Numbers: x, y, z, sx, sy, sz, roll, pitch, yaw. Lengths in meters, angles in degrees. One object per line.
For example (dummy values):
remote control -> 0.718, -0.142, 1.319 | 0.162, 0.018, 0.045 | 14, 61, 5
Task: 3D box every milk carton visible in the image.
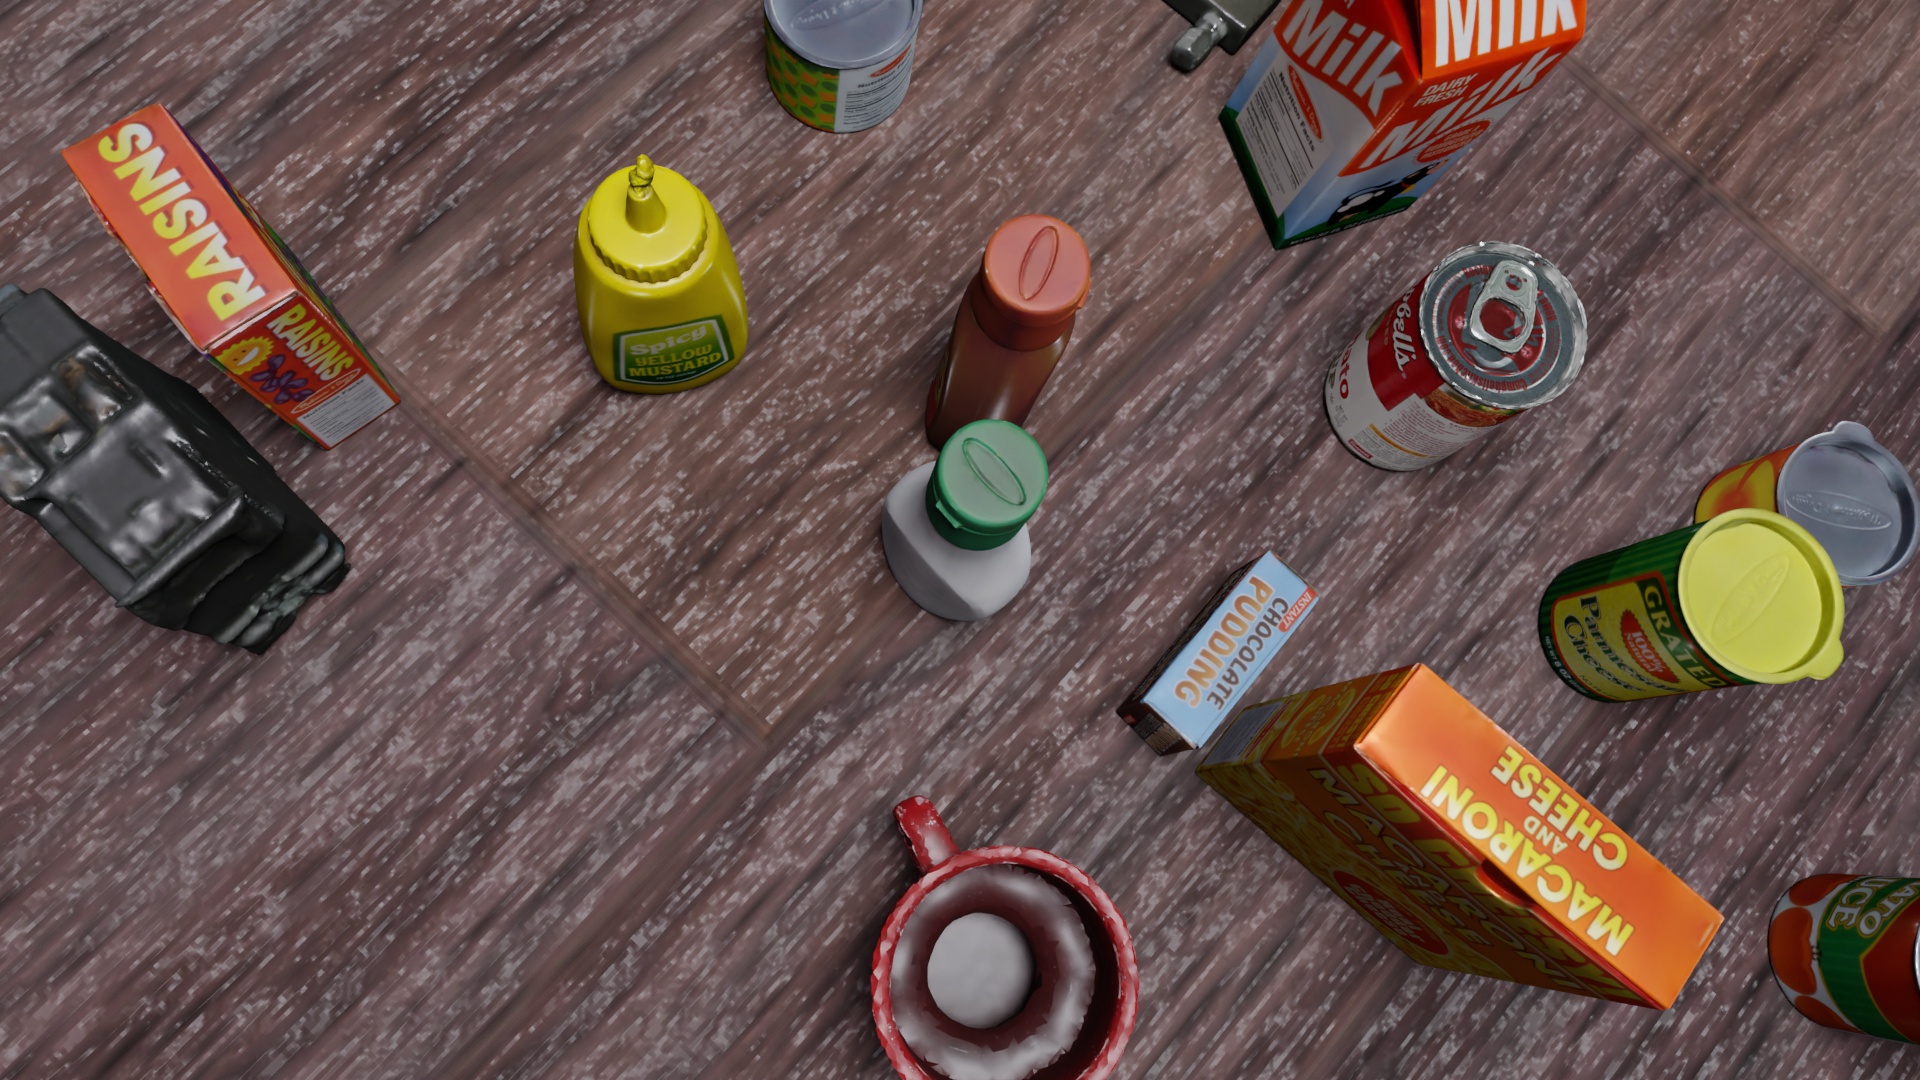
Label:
milk carton -> 0.176, -0.195, 0.555 | 0.072, 0.190, 0.073 | -19, 81, -11

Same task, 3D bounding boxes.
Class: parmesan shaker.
parmesan shaker -> 0.294, 0.032, 0.566 | 0.071, 0.103, 0.071 | 2, 78, -7

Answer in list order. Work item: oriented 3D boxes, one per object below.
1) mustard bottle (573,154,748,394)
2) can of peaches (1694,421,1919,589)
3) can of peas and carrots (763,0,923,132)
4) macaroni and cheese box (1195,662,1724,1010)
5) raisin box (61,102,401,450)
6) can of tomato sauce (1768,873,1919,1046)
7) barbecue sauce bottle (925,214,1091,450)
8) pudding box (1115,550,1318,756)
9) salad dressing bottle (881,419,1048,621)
mustard bottle -> -0.113, -0.098, 0.512 | 0.065, 0.160, 0.049 | -13, 80, -10
can of peaches -> 0.369, -0.011, 0.608 | 0.071, 0.058, 0.071 | 2, 78, -7
can of peas and carrots -> -0.053, -0.221, 0.599 | 0.071, 0.058, 0.071 | 2, 78, -7
macaroni and cheese box -> 0.165, 0.107, 0.500 | 0.124, 0.166, 0.040 | 40, 77, 2
raisin box -> -0.262, -0.091, 0.511 | 0.040, 0.123, 0.086 | -36, 85, -13
can of tomato sauce -> 0.381, 0.167, 0.558 | 0.071, 0.083, 0.071 | 2, 78, -7
barbecue sauce bottle -> 0.017, -0.077, 0.531 | 0.044, 0.148, 0.065 | 22, 76, -2
pudding box -> 0.104, 0.047, 0.566 | 0.030, 0.049, 0.084 | 42, 76, 3
salad dressing bottle -> 0.002, -0.006, 0.514 | 0.044, 0.147, 0.064 | -40, 86, -13
